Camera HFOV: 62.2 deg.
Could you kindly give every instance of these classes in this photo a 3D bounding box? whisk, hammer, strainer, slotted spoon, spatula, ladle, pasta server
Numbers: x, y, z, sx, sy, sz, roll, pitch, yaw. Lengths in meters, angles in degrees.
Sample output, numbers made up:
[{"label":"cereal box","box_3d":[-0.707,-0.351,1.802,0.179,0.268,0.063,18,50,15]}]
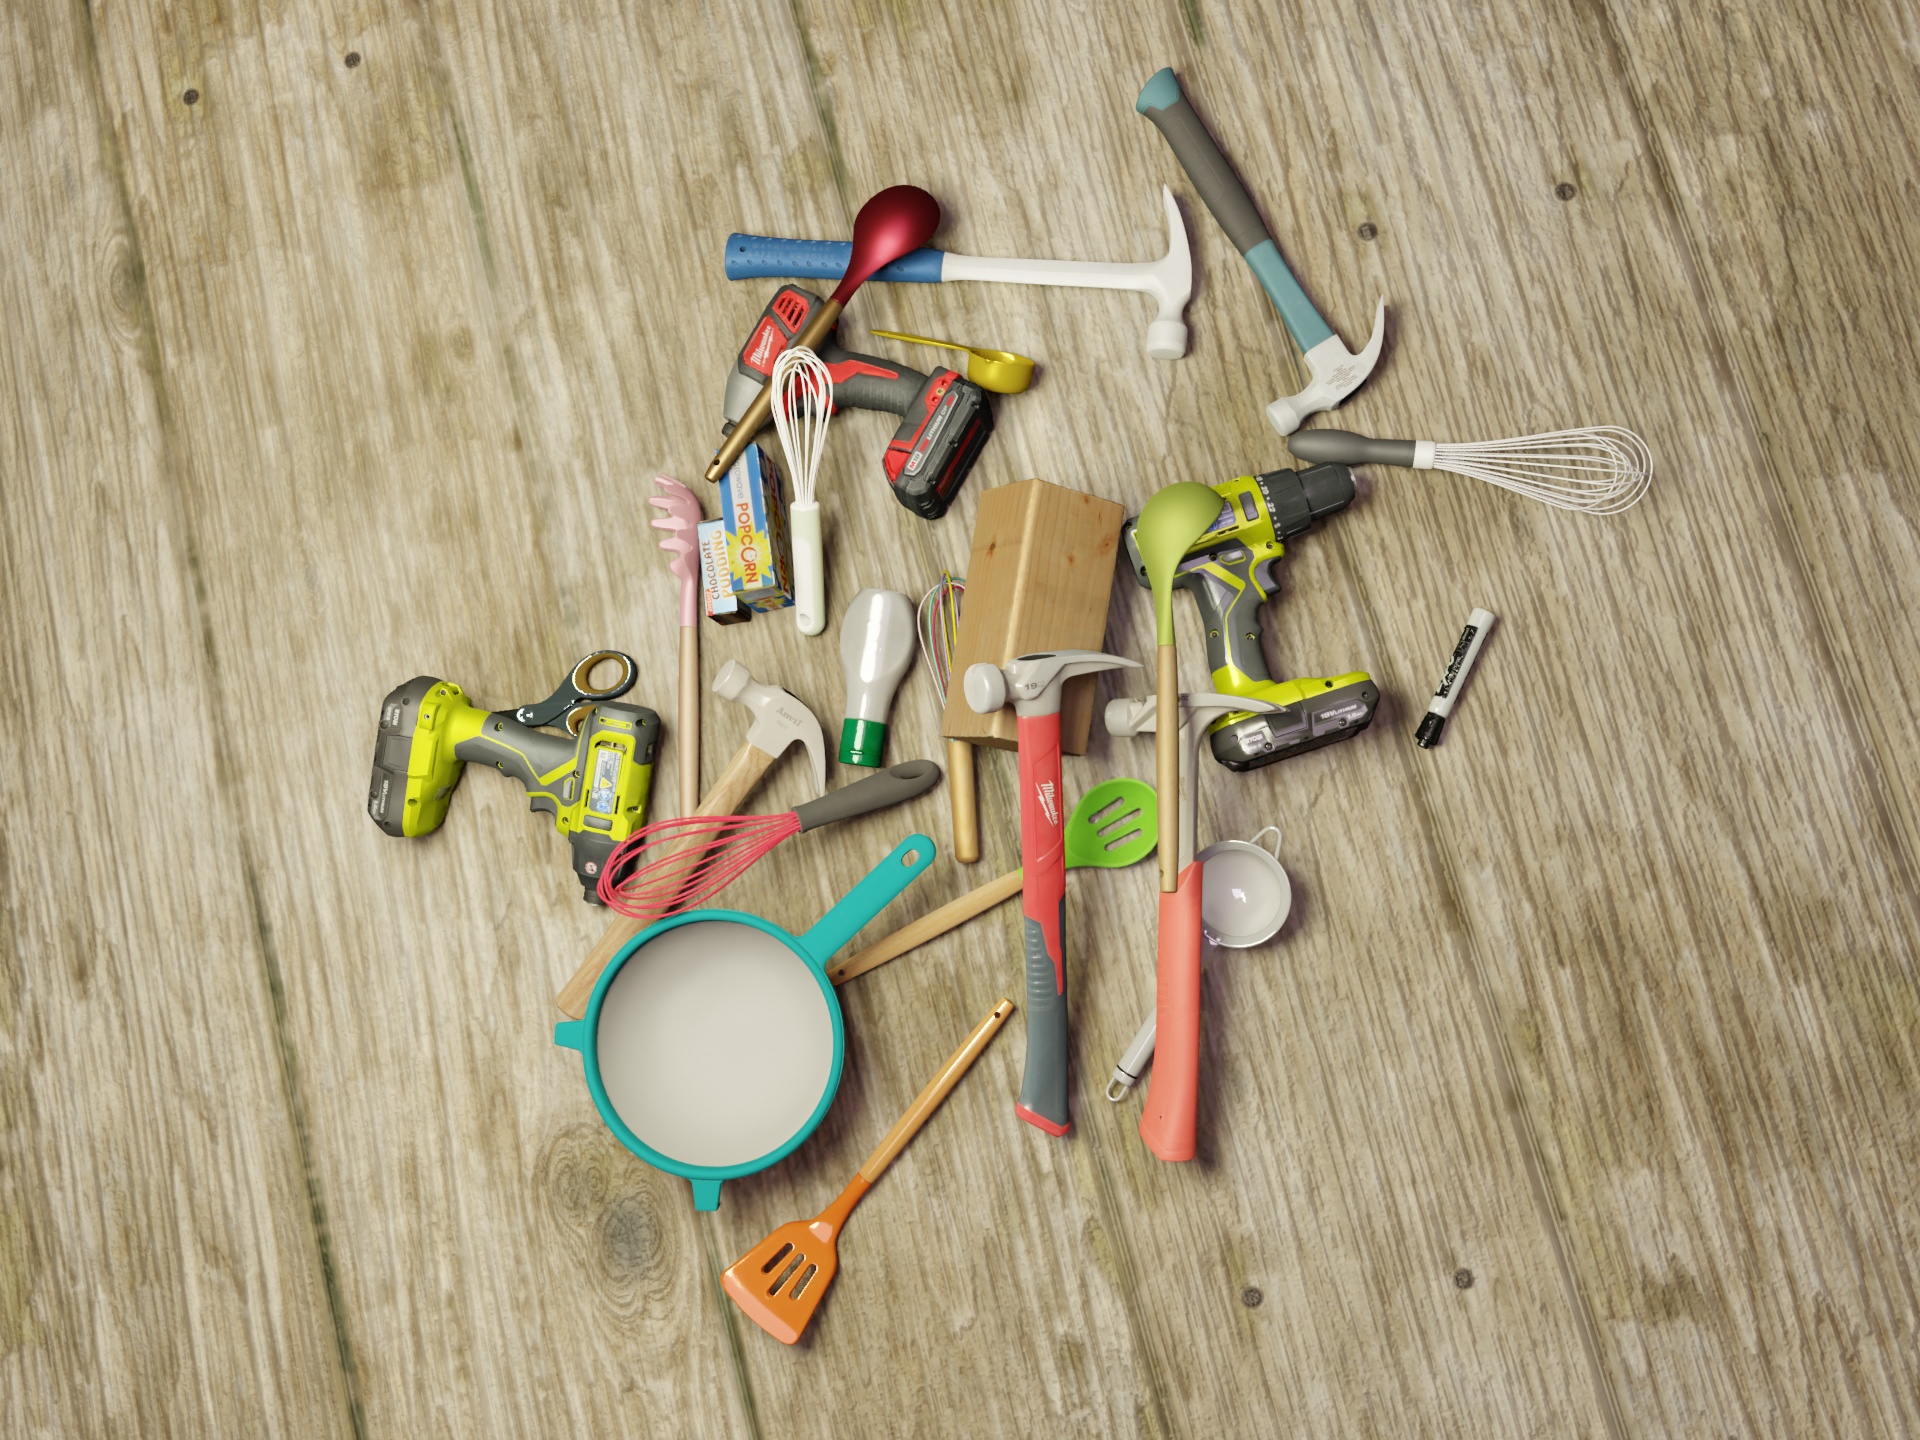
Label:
[{"label":"whisk","box_3d":[-0.151,0.087,1.285,0.296,0.073,0.073,-20,80,-18]},{"label":"hammer","box_3d":[0.178,0.158,1.229,0.149,0.036,0.359,0,88,37]},{"label":"strainer","box_3d":[0.186,0.195,1.275,0.087,0.050,0.258,33,94,15]},{"label":"hammer","box_3d":[-0.003,-0.396,1.373,0.405,0.035,0.144,6,84,8]},{"label":"whisk","box_3d":[-0.129,-0.185,1.310,0.058,0.059,0.246,14,118,28]},{"label":"hammer","box_3d":[0.243,-0.408,1.342,0.128,0.033,0.331,-30,80,4]},{"label":"slotted spoon","box_3d":[0.027,0.140,1.310,0.314,0.031,0.070,-29,80,5]},{"label":"spatula","box_3d":[-0.063,0.353,1.289,0.081,0.041,0.322,39,89,11]},{"label":"ladle","box_3d":[-0.119,-0.325,1.318,0.069,0.031,0.315,31,81,18]},{"label":"strainer","box_3d":[-0.145,0.214,1.291,0.340,0.095,0.211,-43,82,-1]},{"label":"hammer","box_3d":[-0.229,0.115,1.325,0.130,0.031,0.331,33,97,-24]},{"label":"whisk","box_3d":[-0.002,-0.004,1.326,0.047,0.051,0.245,-7,86,51]},{"label":"hammer","box_3d":[0.079,0.138,1.244,0.143,0.038,0.386,-9,104,-27]},{"label":"pasta server","box_3d":[-0.241,-0.053,1.364,0.040,0.060,0.316,1,85,-26]},{"label":"ladle","box_3d":[0.167,-0.029,1.210,0.062,0.078,0.320,7,78,-28]},{"label":"whisk","box_3d":[0.409,-0.213,1.287,0.284,0.070,0.070,8,84,13]}]

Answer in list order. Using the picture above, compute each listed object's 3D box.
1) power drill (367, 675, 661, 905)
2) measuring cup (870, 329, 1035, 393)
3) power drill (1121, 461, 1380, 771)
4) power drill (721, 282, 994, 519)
[{"label":"power drill","box_3d":[-0.375,0.056,1.346,0.223,0.080,0.171,12,97,5]},{"label":"measuring cup","box_3d":[-0.010,-0.308,1.364,0.156,0.062,0.029,18,113,22]},{"label":"power drill","box_3d":[0.252,-0.090,1.281,0.190,0.080,0.229,-19,78,6]},{"label":"power drill","box_3d":[-0.095,-0.265,1.351,0.220,0.078,0.143,29,87,13]}]
